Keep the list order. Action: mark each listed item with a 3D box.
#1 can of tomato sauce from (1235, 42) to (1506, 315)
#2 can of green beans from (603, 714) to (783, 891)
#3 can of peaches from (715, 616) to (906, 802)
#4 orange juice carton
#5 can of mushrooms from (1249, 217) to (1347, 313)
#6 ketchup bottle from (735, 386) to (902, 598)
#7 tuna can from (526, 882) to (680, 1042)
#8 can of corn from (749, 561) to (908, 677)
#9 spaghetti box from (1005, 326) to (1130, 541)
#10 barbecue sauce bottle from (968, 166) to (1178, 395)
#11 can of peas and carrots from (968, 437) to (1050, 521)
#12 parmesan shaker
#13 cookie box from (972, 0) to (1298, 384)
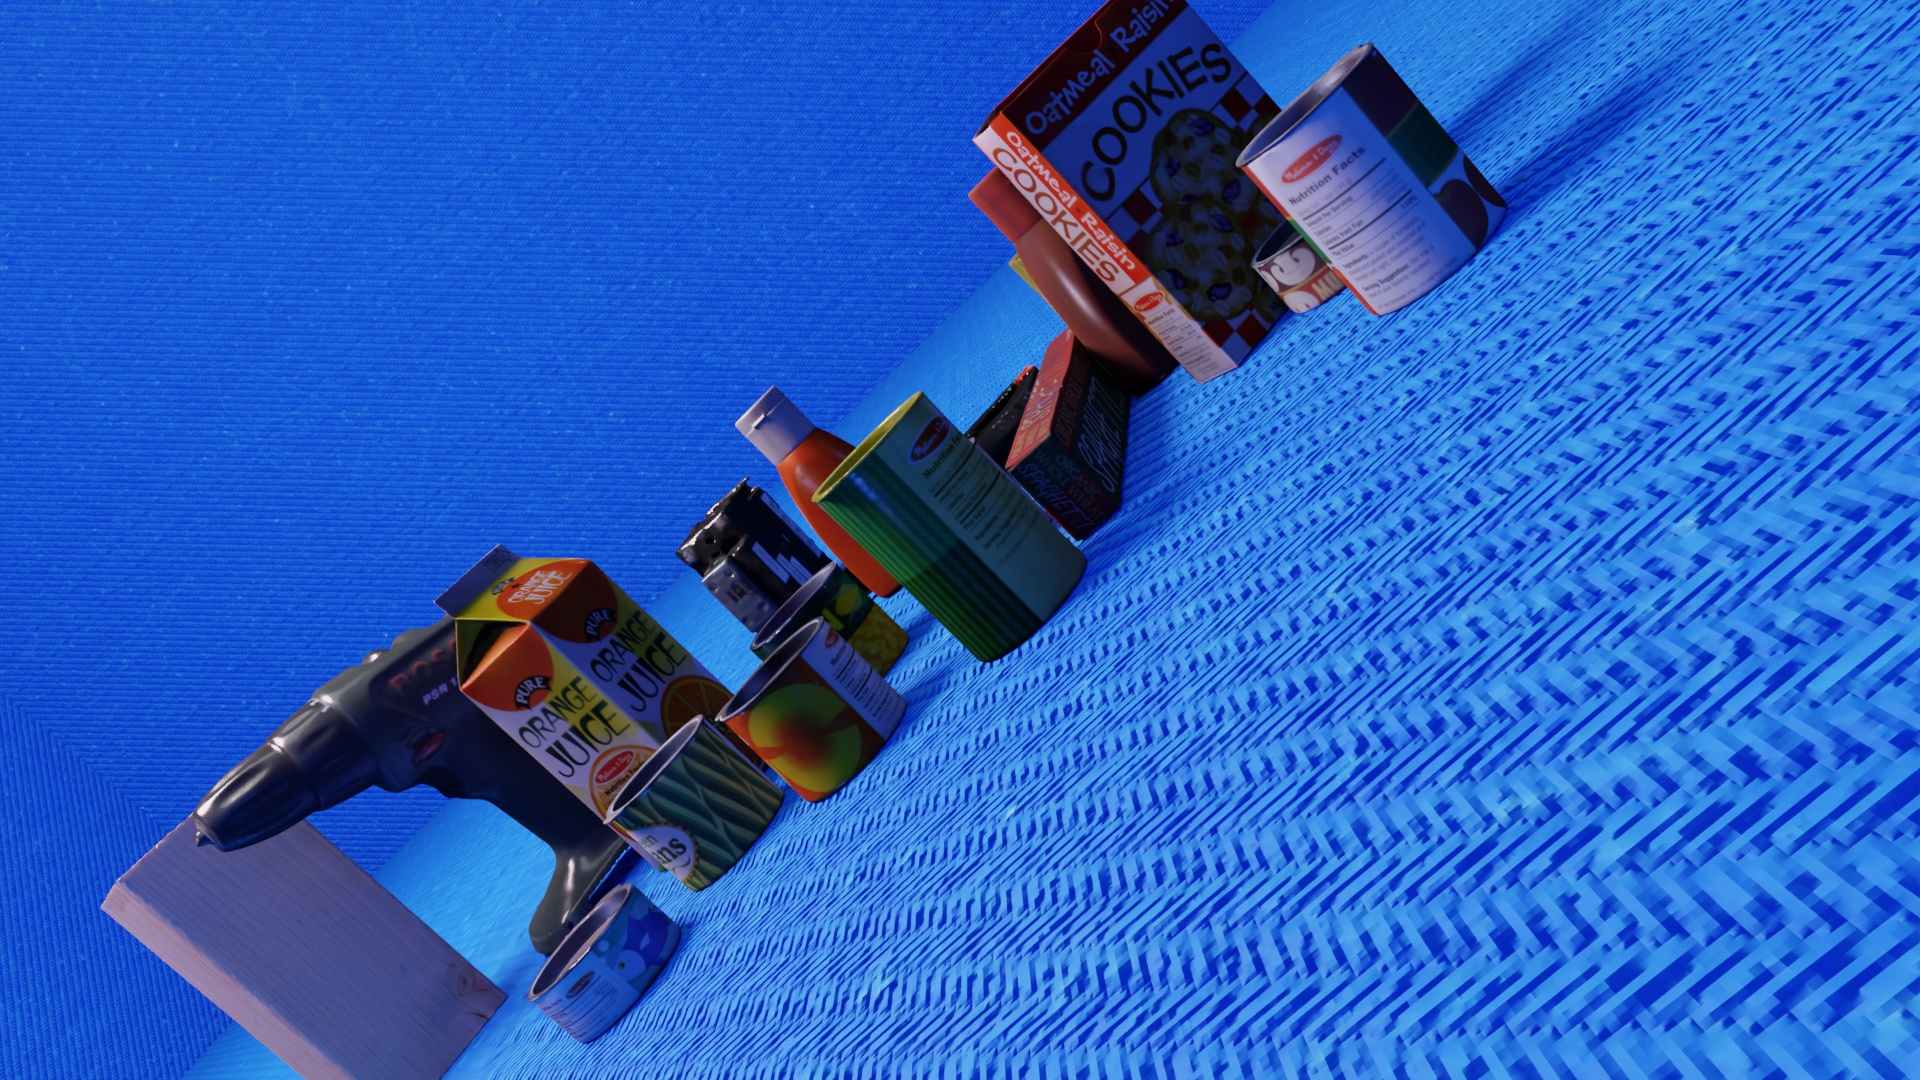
[{"bbox_3d":[0.162,-0.141,0.545,0.071,0.083,0.071,-43,10,9],"label":"can of tomato sauce"},{"bbox_3d":[-0.131,0.130,0.687,0.071,0.058,0.071,-43,10,9],"label":"can of green beans"},{"bbox_3d":[-0.069,0.080,0.644,0.071,0.058,0.071,-43,10,9],"label":"can of peaches"},{"bbox_3d":[-0.200,0.083,0.766,0.072,0.192,0.072,-40,11,28],"label":"orange juice carton"},{"bbox_3d":[0.171,-0.139,0.646,0.071,0.033,0.071,-43,10,9],"label":"can of mushrooms"},{"bbox_3d":[-0.079,-0.034,0.891,0.064,0.148,0.044,-42,10,13],"label":"ketchup bottle"},{"bbox_3d":[-0.161,0.191,0.633,0.071,0.033,0.071,-43,10,9],"label":"tuna can"},{"bbox_3d":[-0.071,0.056,0.752,0.071,0.058,0.071,-43,10,9],"label":"can of corn"},{"bbox_3d":[0.063,-0.067,0.738,0.028,0.050,0.251,-41,10,20],"label":"spaghetti box"},{"bbox_3d":[0.068,-0.153,0.784,0.043,0.148,0.065,-34,14,48],"label":"barbecue sauce bottle"},{"bbox_3d":[0.003,-0.009,0.718,0.071,0.058,0.071,-43,10,9],"label":"can of peas and carrots"},{"bbox_3d":[-0.006,-0.003,0.597,0.071,0.103,0.071,-43,10,9],"label":"parmesan shaker"},{"bbox_3d":[0.106,-0.181,0.685,0.123,0.167,0.040,-48,10,-20],"label":"cookie box"}]
